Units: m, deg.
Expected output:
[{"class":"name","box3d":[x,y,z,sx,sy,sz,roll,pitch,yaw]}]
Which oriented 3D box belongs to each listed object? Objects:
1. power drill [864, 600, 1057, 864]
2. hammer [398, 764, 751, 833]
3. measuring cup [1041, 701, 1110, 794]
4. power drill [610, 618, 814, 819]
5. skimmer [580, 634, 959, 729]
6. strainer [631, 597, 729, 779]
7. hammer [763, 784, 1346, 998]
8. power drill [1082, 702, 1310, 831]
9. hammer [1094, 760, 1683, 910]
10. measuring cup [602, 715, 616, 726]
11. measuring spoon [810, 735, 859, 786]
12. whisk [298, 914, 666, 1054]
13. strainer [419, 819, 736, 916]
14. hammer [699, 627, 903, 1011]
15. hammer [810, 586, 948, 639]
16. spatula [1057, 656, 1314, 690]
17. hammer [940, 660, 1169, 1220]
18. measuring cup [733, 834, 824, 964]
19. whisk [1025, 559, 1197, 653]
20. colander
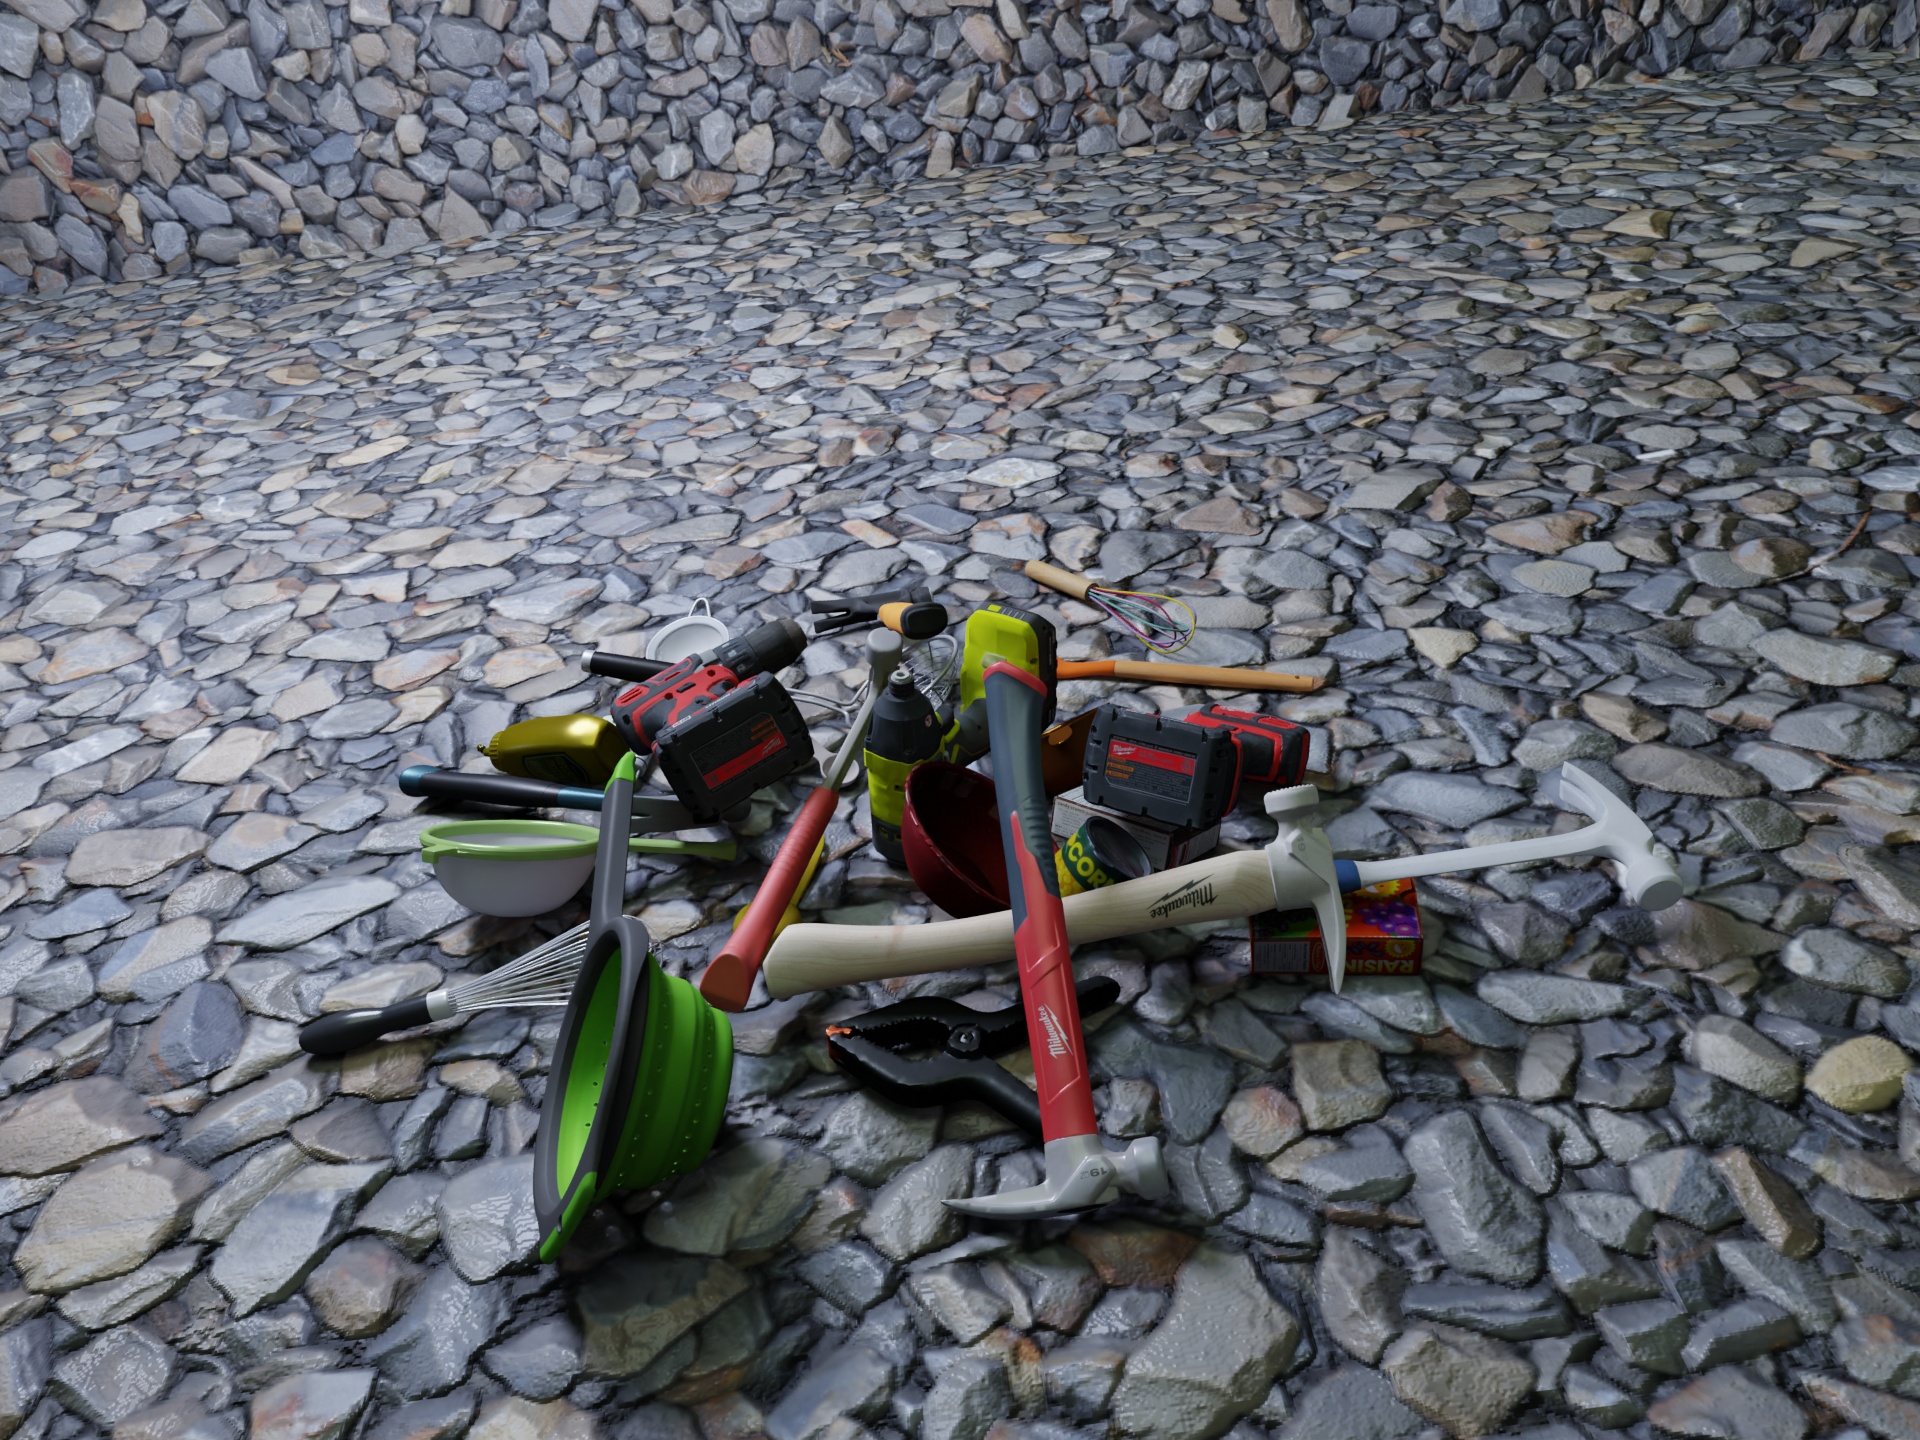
[{"class":"power drill","box3d":[-0.002,-0.004,1.352,0.080,0.171,0.223,17,37,26]},{"class":"hammer","box3d":[-0.358,0.067,1.407,0.331,0.033,0.128,4,4,25]},{"class":"measuring cup","box3d":[0.093,0.030,1.321,0.095,0.052,0.173,-26,2,5]},{"class":"power drill","box3d":[-0.195,-0.015,1.361,0.188,0.080,0.227,-31,23,-11]},{"class":"skimmer","box3d":[-0.182,-0.054,1.492,0.363,0.090,0.127,9,37,7]},{"class":"strainer","box3d":[-0.283,-0.024,1.548,0.087,0.050,0.259,-1,40,14]},{"class":"hammer","box3d":[0.064,0.155,1.131,0.410,0.146,0.038,-11,-7,6]},{"class":"power drill","box3d":[0.188,0.025,1.295,0.143,0.078,0.219,14,12,26]},{"class":"hammer","box3d":[0.301,0.109,1.171,0.405,0.035,0.144,-8,34,0]},{"class":"measuring cup","box3d":[-0.254,0.008,1.466,0.167,0.038,0.083,14,43,8]},{"class":"measuring spoon","box3d":[-0.143,0.024,1.443,0.124,0.018,0.034,35,52,22]},{"class":"whisk","box3d":[-0.364,0.208,1.212,0.284,0.070,0.070,-15,34,-3]},{"class":"strainer","box3d":[-0.316,0.127,1.321,0.256,0.069,0.151,4,4,-14]},{"class":"hammer","box3d":[-0.120,0.088,1.269,0.037,0.149,0.359,17,46,7]},{"class":"hammer","box3d":[-0.067,-0.099,1.492,0.127,0.034,0.337,-9,7,-8]},{"class":"spatula","box3d":[0.170,-0.055,1.505,0.322,0.041,0.081,5,35,17]},{"class":"hammer","box3d":[0.038,0.138,1.084,0.143,0.038,0.387,-11,63,7]},{"class":"measuring cup","box3d":[-0.141,0.134,1.294,0.062,0.029,0.157,3,38,15]},{"class":"whisk","box3d":[0.146,-0.120,1.609,0.051,0.047,0.245,-16,29,-34]},{"class":"colander","box3d":[-0.217,0.182,1.117,0.094,0.204,0.398,16,42,-21]}]
